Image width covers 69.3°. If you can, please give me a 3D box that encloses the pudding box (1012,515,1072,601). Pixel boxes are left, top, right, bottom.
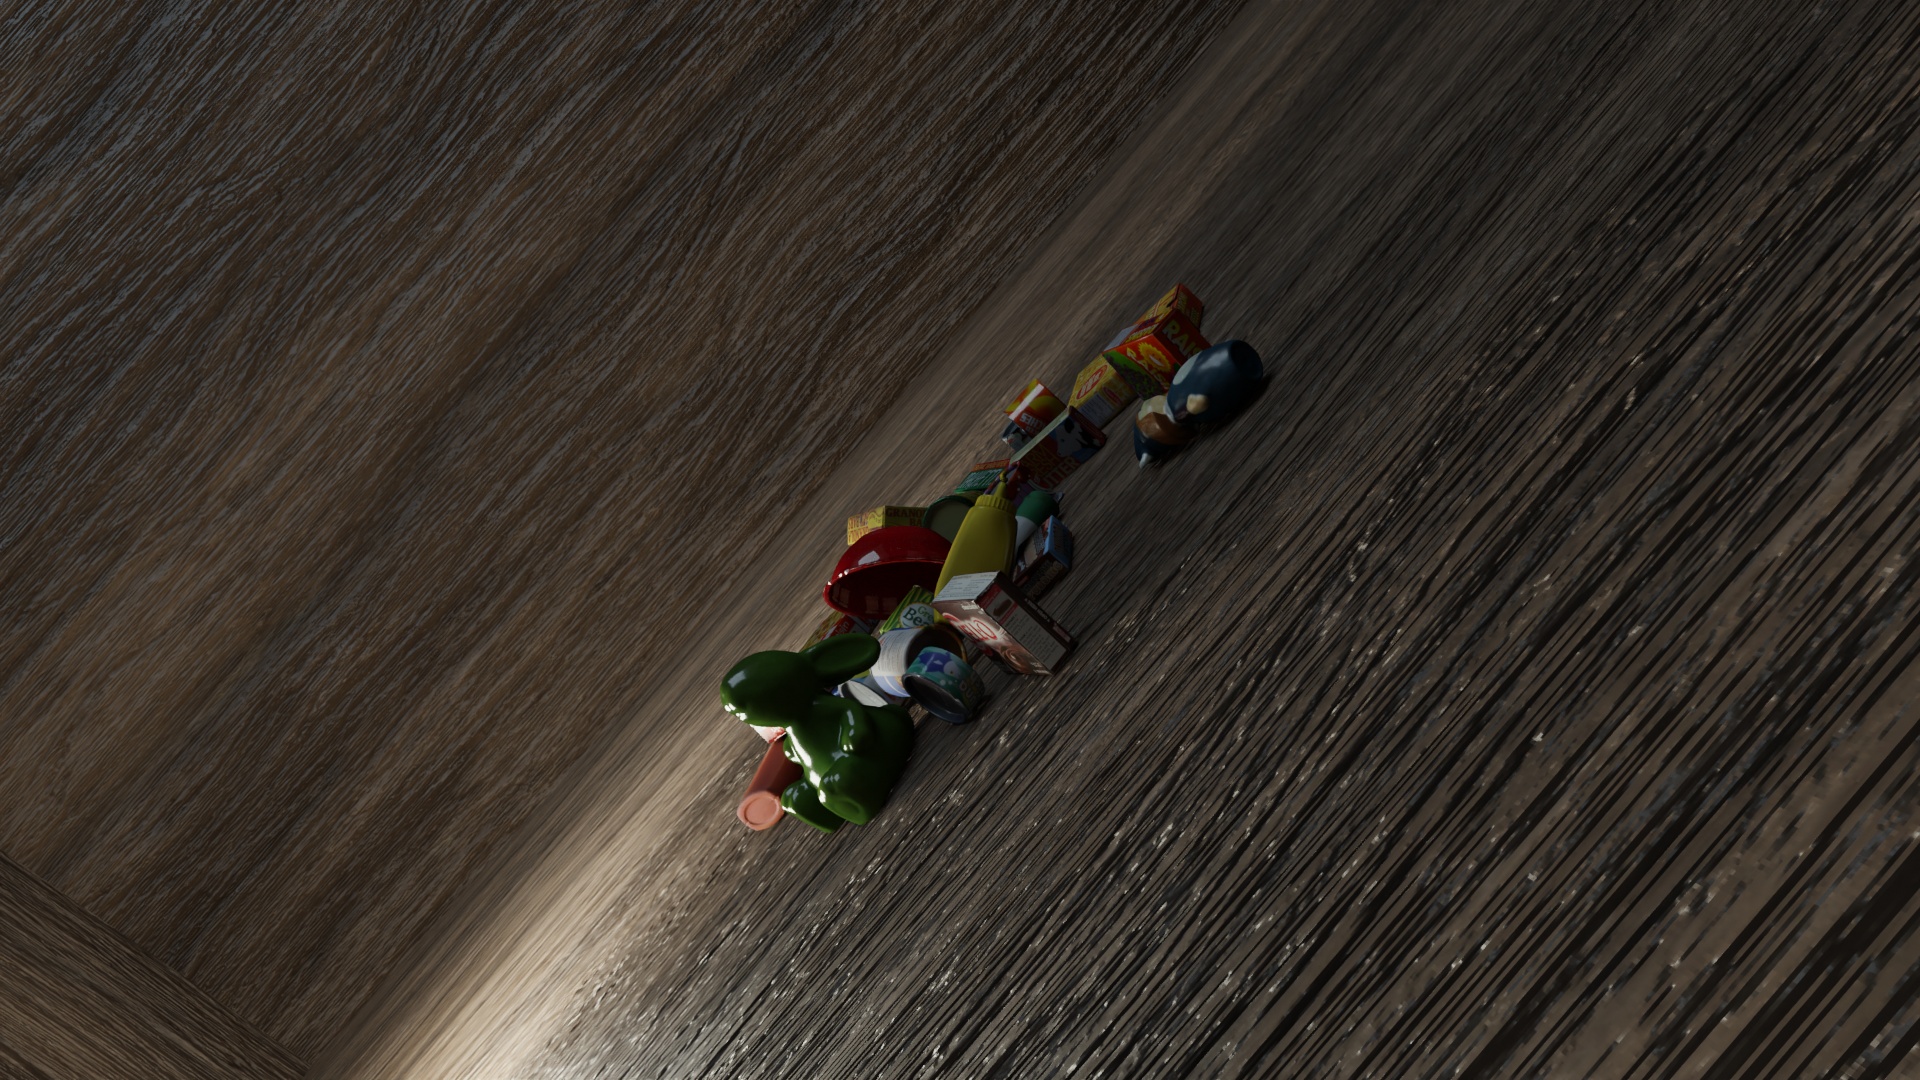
[{"bbox_3d":[0.077,0.016,1.281,0.049,0.030,0.084,-43,13,22],"label":"pudding box"}]

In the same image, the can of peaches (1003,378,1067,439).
[{"bbox_3d":[0.095,-0.153,1.676,0.058,0.071,0.071,-47,11,5],"label":"can of peaches"}]

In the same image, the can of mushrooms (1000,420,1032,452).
[{"bbox_3d":[0.087,-0.146,1.765,0.071,0.033,0.071,-47,11,12],"label":"can of mushrooms"}]

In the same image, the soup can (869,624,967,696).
[{"bbox_3d":[-0.037,0.114,1.295,0.071,0.071,0.083,-53,16,-21],"label":"soup can"}]

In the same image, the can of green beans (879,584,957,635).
[{"bbox_3d":[-0.038,0.087,1.383,0.058,0.071,0.071,-52,12,-14],"label":"can of green beans"}]

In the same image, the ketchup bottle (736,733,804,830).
[{"bbox_3d":[-0.192,0.244,1.495,0.064,0.043,0.149,-41,13,28],"label":"ketchup bottle"}]

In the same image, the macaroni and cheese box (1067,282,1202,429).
[{"bbox_3d":[0.191,-0.199,1.537,0.165,0.040,0.124,-42,14,31],"label":"macaroni and cheese box"}]

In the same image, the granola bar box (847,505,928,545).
[{"bbox_3d":[-0.054,-0.014,1.645,0.165,0.124,0.039,168,103,-71],"label":"granola bar box"}]

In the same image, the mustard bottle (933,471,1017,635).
[{"bbox_3d":[0.022,0.010,1.300,0.048,0.065,0.160,98,-171,-74],"label":"mustard bottle"}]

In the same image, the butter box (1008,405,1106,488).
[{"bbox_3d":[0.103,-0.095,1.492,0.103,0.053,0.024,-41,16,35],"label":"butter box"}]

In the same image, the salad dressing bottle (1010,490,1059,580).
[{"bbox_3d":[0.047,0.014,1.370,0.148,0.044,0.064,-54,8,-28],"label":"salad dressing bottle"}]

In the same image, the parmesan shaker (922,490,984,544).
[{"bbox_3d":[0.005,-0.019,1.505,0.071,0.071,0.103,-46,-7,13],"label":"parmesan shaker"}]

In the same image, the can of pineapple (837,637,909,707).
[{"bbox_3d":[-0.079,0.138,1.365,0.058,0.071,0.070,-55,13,-31],"label":"can of pineapple"}]

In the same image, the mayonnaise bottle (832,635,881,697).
[{"bbox_3d":[-0.097,0.138,1.500,0.147,0.041,0.065,-39,13,44],"label":"mayonnaise bottle"}]

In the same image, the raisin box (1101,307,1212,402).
[{"bbox_3d":[0.194,-0.166,1.303,0.040,0.086,0.123,-46,11,-12],"label":"raisin box"}]

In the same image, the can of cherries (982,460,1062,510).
[{"bbox_3d":[0.063,-0.043,1.455,0.071,0.058,0.072,-47,12,13],"label":"can of cherries"}]

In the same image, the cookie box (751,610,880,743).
[{"bbox_3d":[-0.152,0.133,1.520,0.122,0.040,0.168,-41,11,44],"label":"cookie box"}]

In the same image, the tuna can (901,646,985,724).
[{"bbox_3d":[-0.012,0.123,1.178,0.033,0.071,0.071,-53,12,-26],"label":"tuna can"}]

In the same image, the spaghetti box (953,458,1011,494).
[{"bbox_3d":[0.047,-0.072,1.681,0.050,0.028,0.250,-50,12,-10],"label":"spaghetti box"}]
